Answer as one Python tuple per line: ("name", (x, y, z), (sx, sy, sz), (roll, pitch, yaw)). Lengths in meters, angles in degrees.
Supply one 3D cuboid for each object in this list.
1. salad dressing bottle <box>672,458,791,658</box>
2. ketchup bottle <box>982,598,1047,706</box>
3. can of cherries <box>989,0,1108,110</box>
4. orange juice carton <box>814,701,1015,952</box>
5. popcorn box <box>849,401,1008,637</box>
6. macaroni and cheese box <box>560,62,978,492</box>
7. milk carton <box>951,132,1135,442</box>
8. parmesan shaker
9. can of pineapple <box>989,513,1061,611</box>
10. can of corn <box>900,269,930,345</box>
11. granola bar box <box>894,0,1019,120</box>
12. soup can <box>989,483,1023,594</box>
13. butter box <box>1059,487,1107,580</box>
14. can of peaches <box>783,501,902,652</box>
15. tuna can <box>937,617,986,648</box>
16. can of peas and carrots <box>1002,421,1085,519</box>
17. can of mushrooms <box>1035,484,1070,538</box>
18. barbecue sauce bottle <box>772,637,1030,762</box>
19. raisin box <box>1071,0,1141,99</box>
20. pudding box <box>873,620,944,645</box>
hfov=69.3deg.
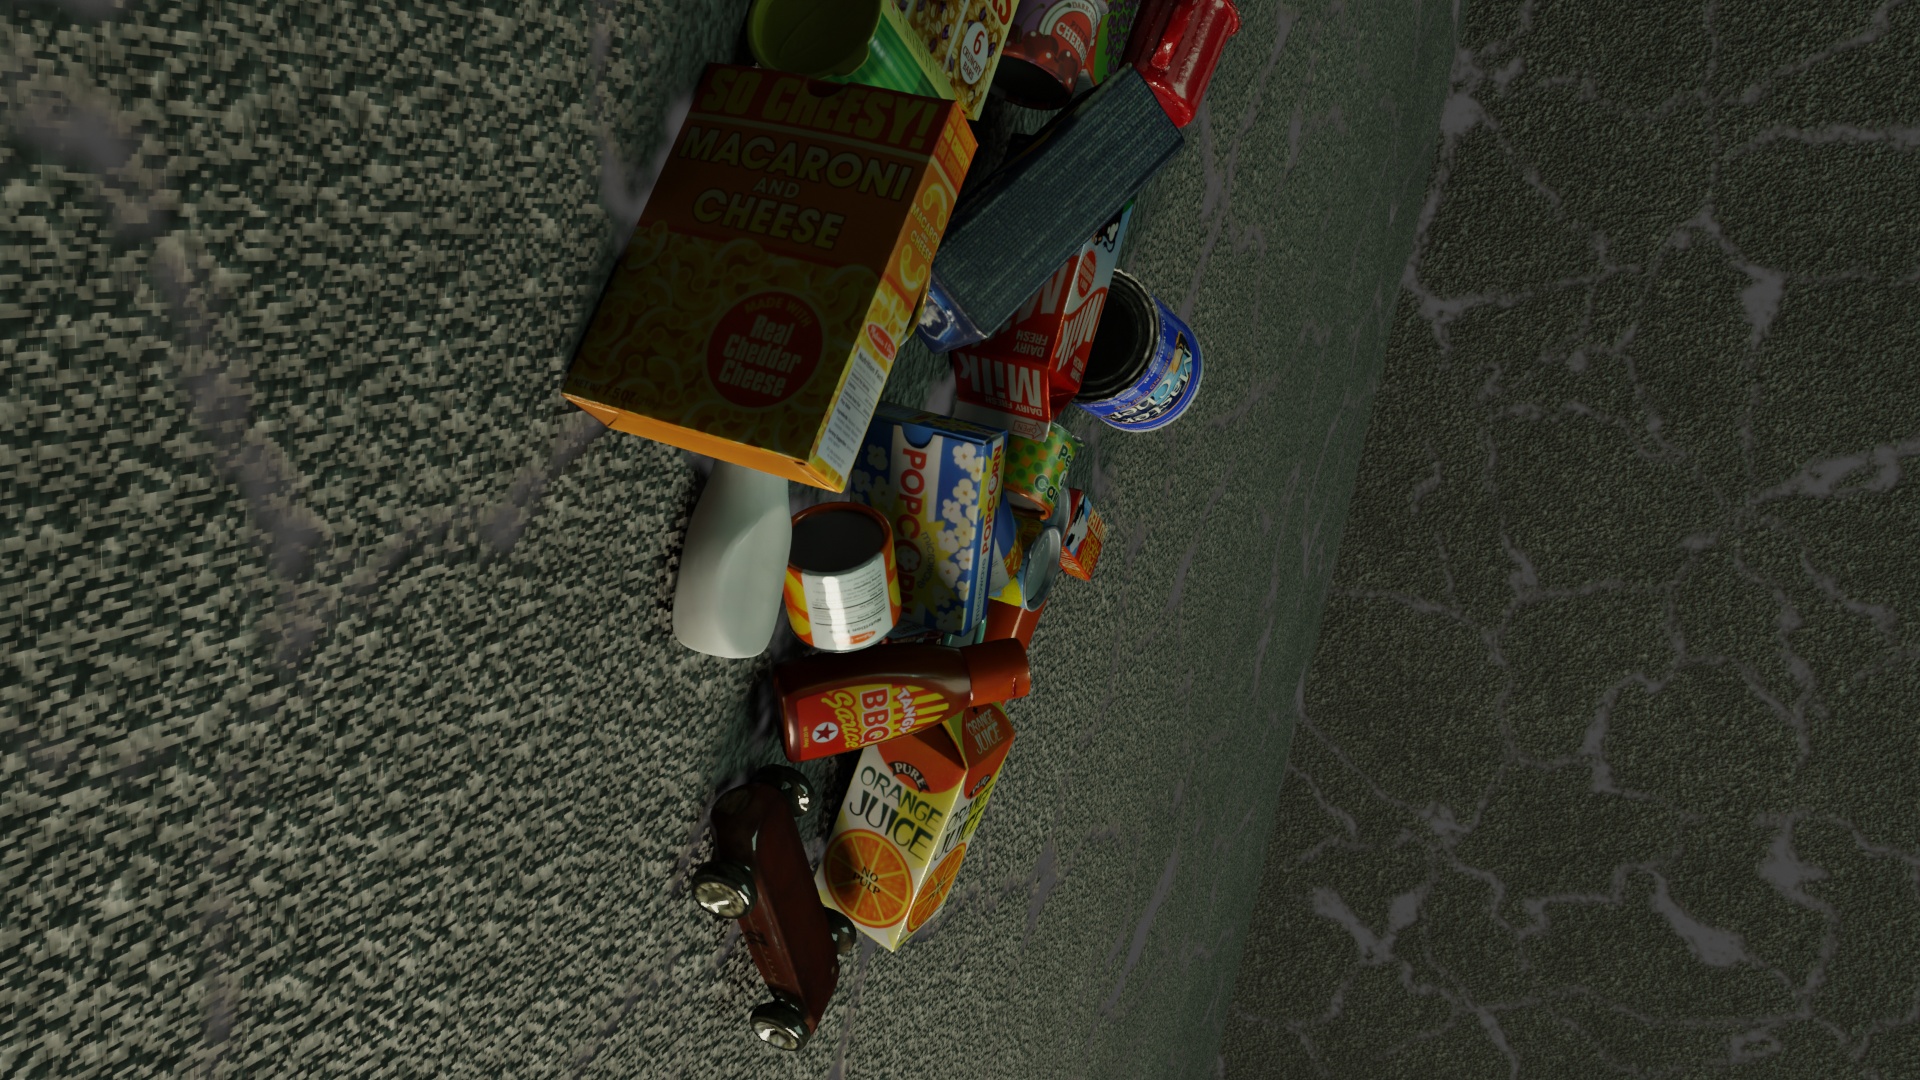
("salad dressing bottle", (-0.108, -0.018, 0.693), (0.064, 0.044, 0.147), (-5, 109, -64))
("ketchup bottle", (0.025, 0.093, 1.071), (0.064, 0.043, 0.149), (68, 43, -71))
("can of cherries", (0.046, -0.298, 0.827), (0.058, 0.071, 0.071), (-70, 157, -8))
("orange juice carton", (-0.025, 0.164, 0.914), (0.072, 0.073, 0.191), (-21, 137, -60))
("popcorn box", (-0.023, -0.013, 0.837), (0.038, 0.085, 0.126), (-33, 134, -59))
("macaroni and cheese box", (-0.079, -0.116, 0.588), (0.167, 0.124, 0.040), (-70, 158, -11))
("milk carton", (0.052, -0.164, 0.927), (0.073, 0.072, 0.190), (23, 84, -68))
("parmesan shaker", (-0.047, -0.221, 0.662), (0.103, 0.071, 0.071), (32, 75, -67))
("can of pineapple", (0.036, 0.012, 1.025), (0.071, 0.058, 0.070), (-47, 145, -48))
("can of corn", (-0.054, -0.138, 0.716), (0.071, 0.058, 0.070), (-48, 146, -47))
("granola bar box", (-0.016, -0.312, 0.715), (0.165, 0.039, 0.124), (28, 79, -67))
("soup can", (0.003, -0.012, 0.927), (0.071, 0.071, 0.083), (-63, 156, -24))
("butter box", (0.099, -0.005, 1.206), (0.053, 0.024, 0.103), (-70, 157, -12))
("can of peaches", (-0.069, 0.018, 0.781), (0.071, 0.071, 0.057), (-53, 149, -41))
("tuna can", (-0.009, 0.065, 0.989), (0.071, 0.033, 0.070), (-48, 146, -47))
("can of peas and carrots", (0.046, -0.053, 0.990), (0.059, 0.071, 0.071), (-68, 157, -12))
("can of mushrooms", (0.059, -0.014, 1.094), (0.071, 0.033, 0.070), (-48, 146, -48))
("barbecue sauce bottle", (-0.034, 0.087, 0.817), (0.149, 0.044, 0.064), (-10, 130, -15))
("raisin box", (0.076, -0.355, 0.901), (0.086, 0.040, 0.123), (-70, 156, -8))
("pudding box", (-0.044, 0.080, 0.921), (0.084, 0.030, 0.049), (-4, 110, -66))
